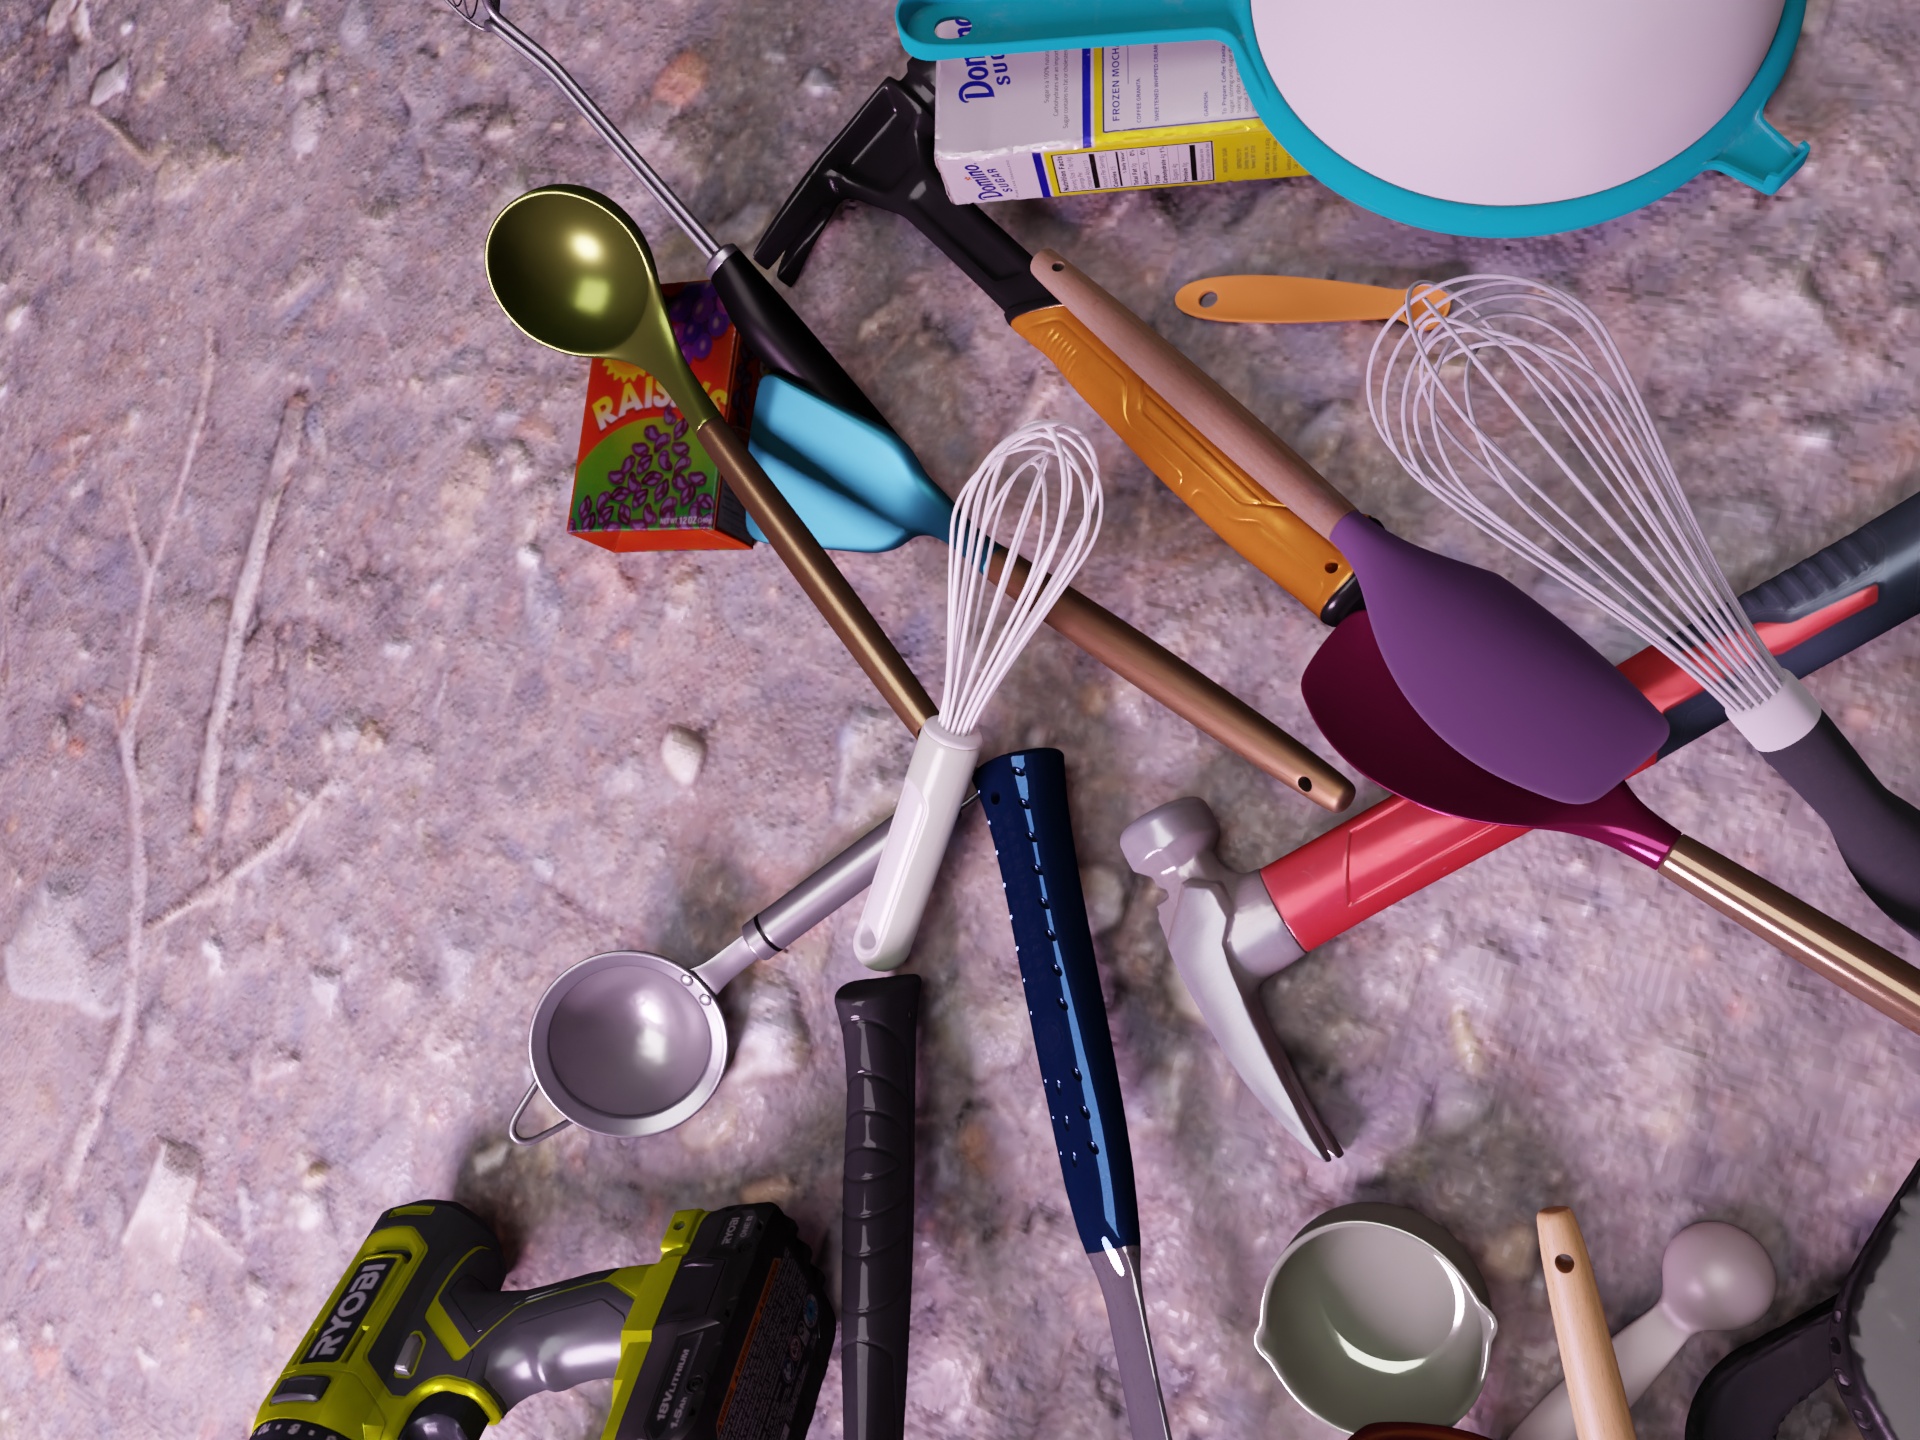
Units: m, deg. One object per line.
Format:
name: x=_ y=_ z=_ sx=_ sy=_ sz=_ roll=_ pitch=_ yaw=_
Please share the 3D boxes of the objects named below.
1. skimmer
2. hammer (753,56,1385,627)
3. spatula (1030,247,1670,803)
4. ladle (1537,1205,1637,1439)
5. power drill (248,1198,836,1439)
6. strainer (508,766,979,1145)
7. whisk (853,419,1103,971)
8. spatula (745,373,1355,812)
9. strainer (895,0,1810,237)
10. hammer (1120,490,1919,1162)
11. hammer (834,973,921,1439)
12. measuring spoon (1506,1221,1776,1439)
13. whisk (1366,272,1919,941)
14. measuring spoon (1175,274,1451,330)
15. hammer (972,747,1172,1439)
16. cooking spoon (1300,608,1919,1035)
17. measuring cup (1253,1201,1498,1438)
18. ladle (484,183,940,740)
skimmer: x=-0.123 y=-0.267 z=0.698 sx=0.090 sy=0.127 sz=0.363 roll=-42 pitch=96 yaw=-11
hammer: x=0.047 y=-0.153 z=0.676 sx=0.127 sy=0.034 sz=0.337 roll=-47 pitch=65 yaw=10
spatula: x=0.123 y=-0.086 z=0.588 sx=0.060 sy=0.018 sz=0.316 roll=-37 pitch=61 yaw=-6
ladle: x=0.217 y=0.306 z=0.479 sx=0.069 sy=0.031 sz=0.315 roll=-14 pitch=83 yaw=22
power drill: x=-0.180 y=0.275 z=0.630 sx=0.228 sy=0.191 sz=0.080 roll=-11 pitch=119 yaw=19
strainer: x=-0.091 y=0.099 z=0.691 sx=0.258 sy=0.050 sz=0.087 roll=-37 pitch=102 yaw=8
whisk: x=-0.001 y=-0.002 z=0.620 sx=0.058 sy=0.059 sz=0.246 roll=45 pitch=126 yaw=44
spatula: x=0.024 y=-0.047 z=0.642 sx=0.318 sy=0.044 sz=0.082 roll=37 pitch=131 yaw=35
strainer: x=0.139 y=-0.288 z=0.575 sx=0.340 sy=0.095 sz=0.211 roll=-1 pitch=78 yaw=8
hammer: x=0.248 y=0.007 z=0.547 sx=0.386 sy=0.038 sz=0.143 roll=-33 pitch=69 yaw=17
hammer: x=-0.030 y=0.259 z=0.600 sx=0.035 sy=0.146 sz=0.335 roll=-11 pitch=64 yaw=23
measuring spoon: x=0.221 y=0.217 z=0.530 sx=0.034 sy=0.018 sz=0.124 roll=44 pitch=101 yaw=25
whisk: x=0.229 y=-0.027 z=0.486 sx=0.070 sy=0.070 sz=0.284 roll=-43 pitch=101 yaw=12
measuring spoon: x=0.142 y=-0.169 z=0.649 sx=0.117 sy=0.011 sz=0.021 roll=11 pitch=81 yaw=30
hammer: x=0.062 y=0.203 z=0.578 sx=0.144 sy=0.035 sz=0.406 roll=-36 pitch=58 yaw=49
cooking spoon: x=0.250 y=0.057 z=0.507 sx=0.319 sy=0.017 sz=0.069 roll=35 pitch=79 yaw=24
measuring cup: x=0.157 y=0.249 z=0.550 sx=0.083 sy=0.038 sz=0.167 roll=-16 pitch=88 yaw=23
ladle: x=-0.102 y=-0.107 z=0.688 sx=0.078 sy=0.062 sz=0.320 roll=-46 pitch=72 yaw=33
